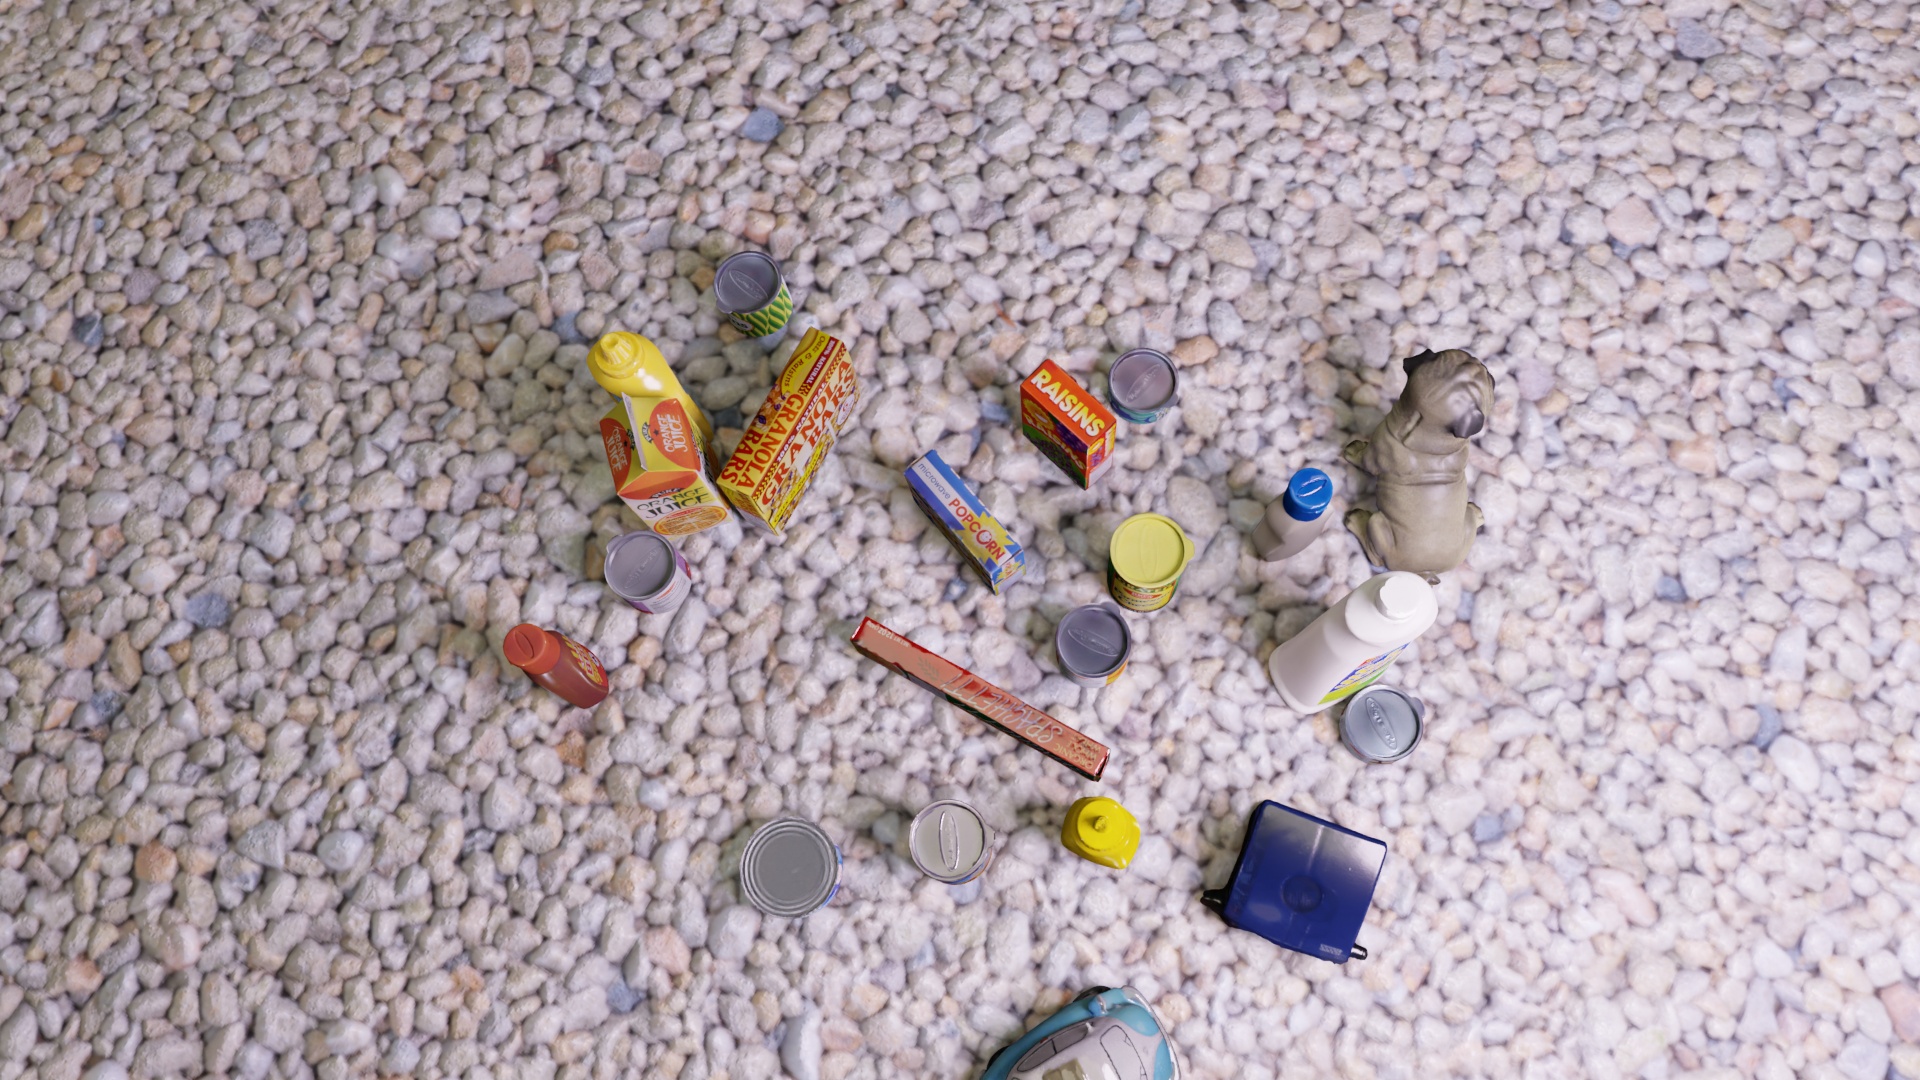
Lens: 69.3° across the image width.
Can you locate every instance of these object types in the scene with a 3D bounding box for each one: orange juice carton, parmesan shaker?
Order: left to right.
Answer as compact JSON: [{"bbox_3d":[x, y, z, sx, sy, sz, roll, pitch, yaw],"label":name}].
[{"bbox_3d":[-0.263,-0.066,1.231,0.073,0.192,0.072,-17,73,-1],"label":"orange juice carton"},{"bbox_3d":[0.166,0.022,1.221,0.071,0.103,0.071,-1,74,4],"label":"parmesan shaker"}]

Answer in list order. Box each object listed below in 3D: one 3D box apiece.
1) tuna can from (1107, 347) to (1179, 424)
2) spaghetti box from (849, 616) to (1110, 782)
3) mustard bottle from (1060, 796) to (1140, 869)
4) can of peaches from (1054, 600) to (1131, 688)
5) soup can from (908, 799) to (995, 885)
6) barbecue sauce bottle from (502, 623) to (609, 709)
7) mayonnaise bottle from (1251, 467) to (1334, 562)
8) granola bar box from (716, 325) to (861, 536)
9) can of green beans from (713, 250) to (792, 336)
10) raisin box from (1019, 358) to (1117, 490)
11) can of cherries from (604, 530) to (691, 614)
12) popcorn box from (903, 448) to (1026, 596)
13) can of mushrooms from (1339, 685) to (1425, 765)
[{"bbox_3d":[0.174,-0.143,1.307,0.071,0.032,0.071,-1,73,4],"label":"tuna can"},{"bbox_3d":[0.018,0.140,1.224,0.250,0.050,0.029,28,78,11],"label":"spaghetti box"},{"bbox_3d":[0.115,0.236,1.131,0.065,0.160,0.049,20,76,10],"label":"mustard bottle"},{"bbox_3d":[0.118,0.092,1.227,0.071,0.058,0.071,-1,73,4],"label":"can of peaches"},{"bbox_3d":[-0.004,0.256,1.173,0.071,0.083,0.071,-1,74,4],"label":"soup can"},{"bbox_3d":[-0.353,0.106,1.209,0.044,0.148,0.065,-35,74,-6],"label":"barbecue sauce bottle"},{"bbox_3d":[0.292,-0.023,1.202,0.065,0.147,0.041,-27,74,-4],"label":"mayonnaise bottle"},{"bbox_3d":[-0.152,-0.097,1.268,0.039,0.124,0.166,26,77,11],"label":"granola bar box"},{"bbox_3d":[-0.201,-0.239,1.349,0.071,0.057,0.071,-1,73,4],"label":"can of green beans"},{"bbox_3d":[0.097,-0.103,1.253,0.040,0.123,0.086,-43,75,-8],"label":"raisin box"},{"bbox_3d":[-0.287,0.028,1.275,0.071,0.058,0.071,-1,73,4],"label":"can of cherries"},{"bbox_3d":[0.004,-0.016,1.253,0.038,0.085,0.127,-39,75,-7],"label":"popcorn box"},{"bbox_3d":[0.366,0.159,1.202,0.071,0.033,0.071,-1,73,4],"label":"can of mushrooms"}]
